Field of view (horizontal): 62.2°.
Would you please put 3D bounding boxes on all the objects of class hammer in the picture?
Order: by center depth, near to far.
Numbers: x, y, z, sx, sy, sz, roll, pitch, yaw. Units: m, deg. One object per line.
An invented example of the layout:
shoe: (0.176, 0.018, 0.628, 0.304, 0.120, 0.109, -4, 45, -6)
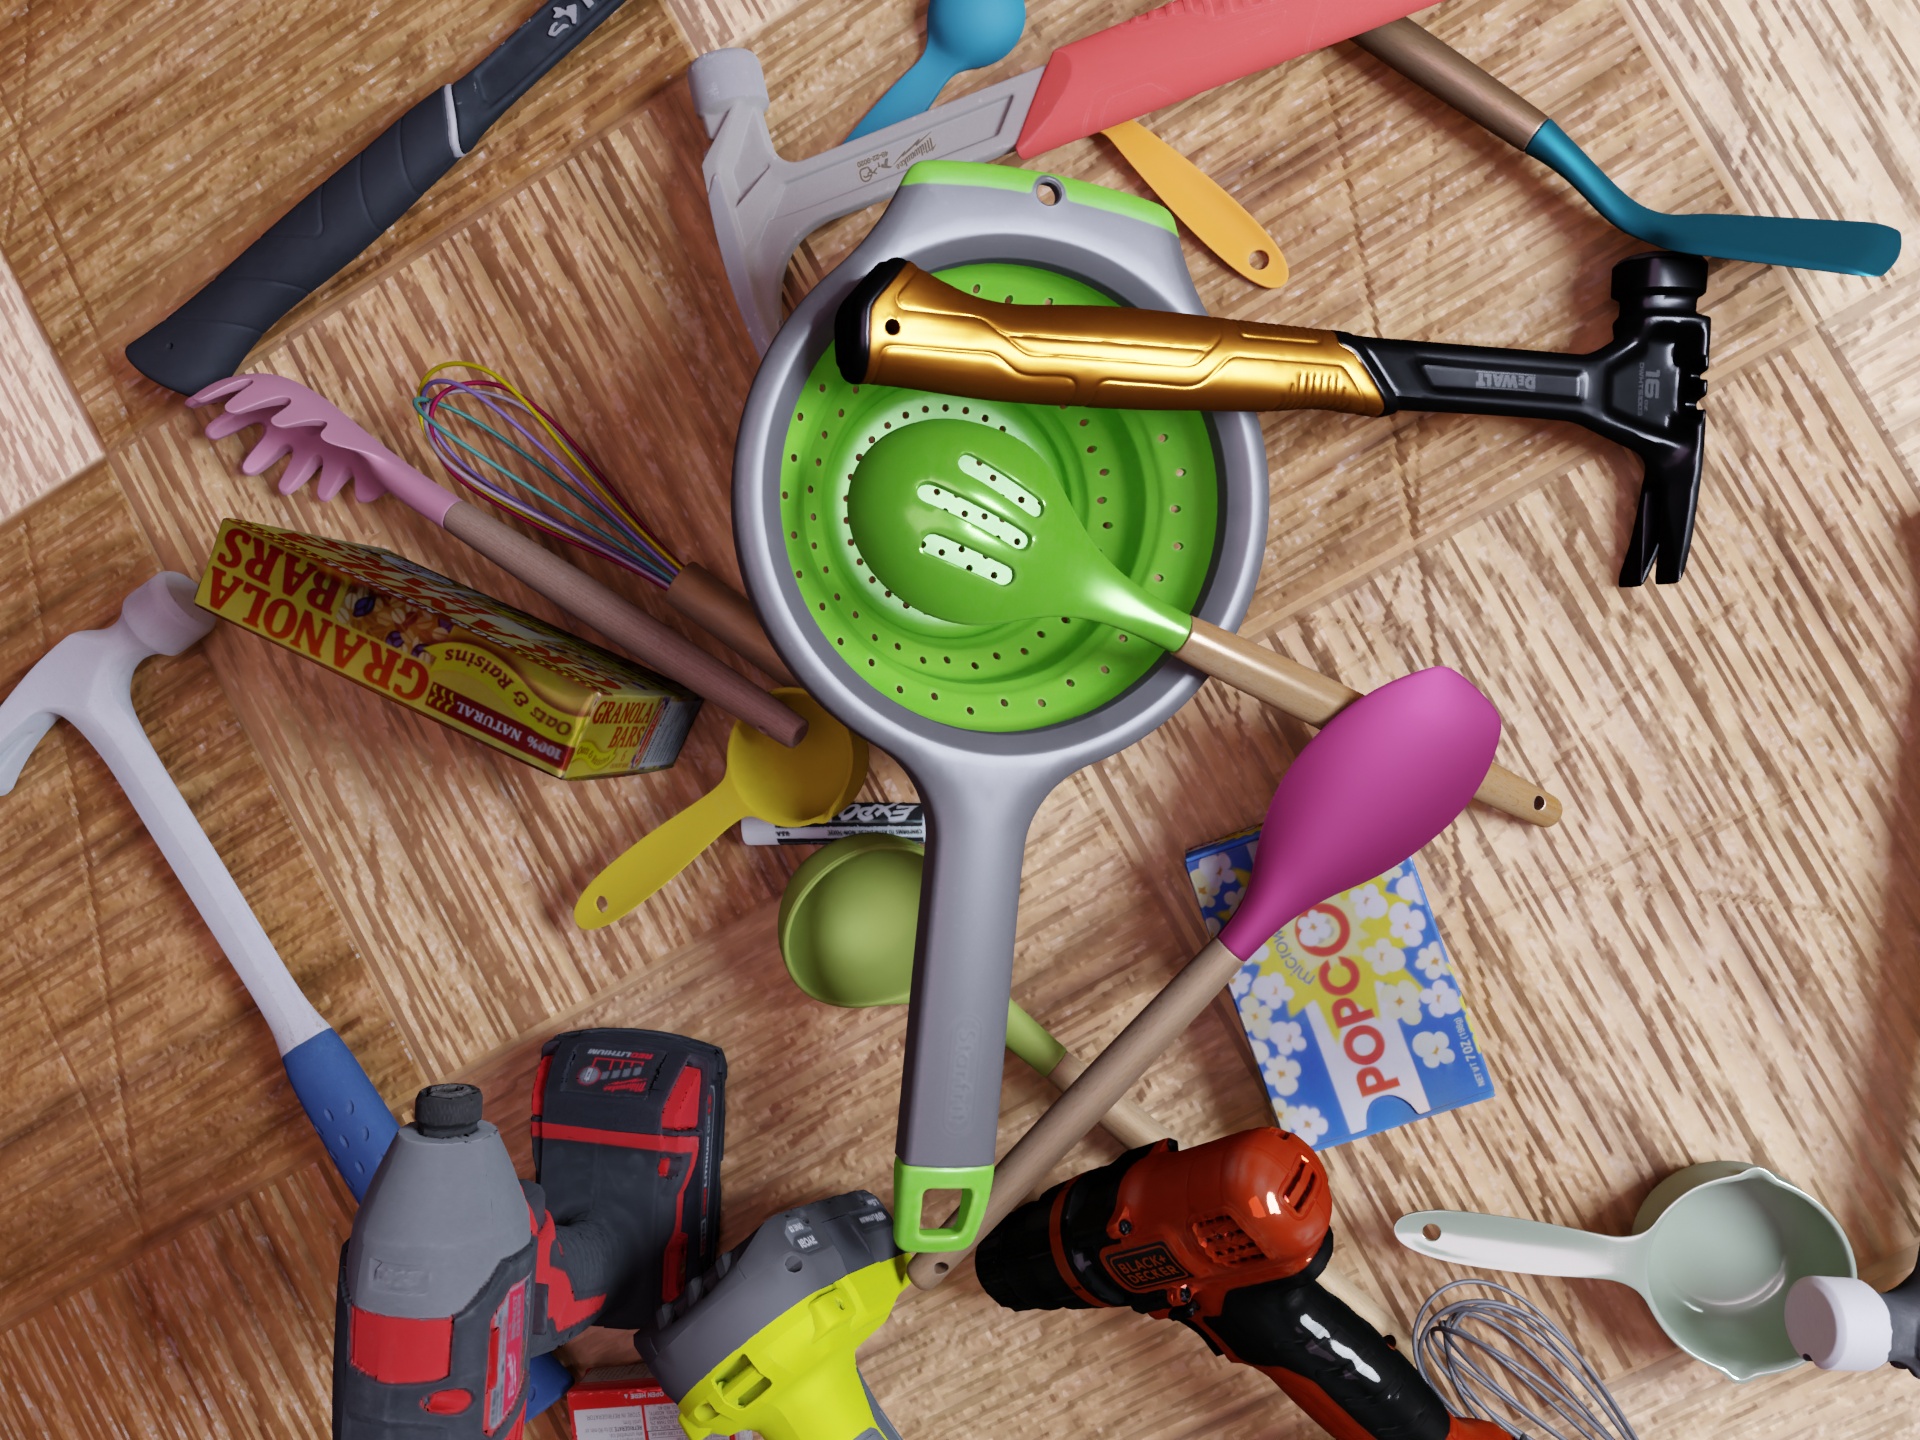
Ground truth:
hammer: (0.121, -0.118, 0.574, 0.336, 0.034, 0.127, 1, 93, -16)
hammer: (0.388, 0.073, 0.589, 0.146, 0.035, 0.335, 6, 87, -10)
hammer: (0.068, -0.244, 0.620, 0.359, 0.036, 0.149, -15, 92, 17)
hammer: (-0.209, -0.279, 0.692, 0.409, 0.036, 0.149, -37, 84, 8)
hammer: (-0.304, 0.139, 0.715, 0.144, 0.035, 0.405, -34, 86, 8)

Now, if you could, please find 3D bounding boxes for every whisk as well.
whisk: (0.277, 0.305, 0.621, 0.239, 0.055, 0.055, 39, 97, 2)
whisk: (-0.137, -0.075, 0.681, 0.245, 0.051, 0.047, 36, 91, 4)

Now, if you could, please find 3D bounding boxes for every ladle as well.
ladle: (0.059, 0.160, 0.647, 0.320, 0.062, 0.078, 39, 97, 4)

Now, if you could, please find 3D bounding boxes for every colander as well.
colander: (-0.001, -0.002, 0.617, 0.204, 0.094, 0.397, 5, 92, -18)

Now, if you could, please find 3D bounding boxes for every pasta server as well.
pasta server: (-0.198, -0.068, 0.670, 0.316, 0.060, 0.040, 31, 67, 15)

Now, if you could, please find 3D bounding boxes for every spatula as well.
spatula: (0.210, -0.252, 0.618, 0.317, 0.082, 0.044, 39, 132, 11)

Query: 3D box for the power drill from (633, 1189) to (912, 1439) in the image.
power drill: (-0.009, 0.300, 0.611, 0.080, 0.190, 0.229, -42, 70, 8)

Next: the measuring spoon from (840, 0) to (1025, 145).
measuring spoon: (-0.023, -0.264, 0.667, 0.042, 0.021, 0.128, 42, 96, 6)

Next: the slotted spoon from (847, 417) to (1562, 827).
slotted spoon: (0.103, -0.024, 0.585, 0.313, 0.031, 0.070, 24, 84, -19)

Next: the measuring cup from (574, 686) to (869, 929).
measuring cup: (-0.102, 0.043, 0.671, 0.156, 0.029, 0.062, -37, 78, 19)

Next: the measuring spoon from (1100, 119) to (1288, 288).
measuring spoon: (0.092, -0.220, 0.658, 0.117, 0.011, 0.021, 44, 97, 2)

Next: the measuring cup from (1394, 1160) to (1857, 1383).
measuring cup: (0.256, 0.205, 0.625, 0.167, 0.038, 0.083, 4, 92, 11)

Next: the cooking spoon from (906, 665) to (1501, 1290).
cooking spoon: (0.087, 0.106, 0.611, 0.068, 0.017, 0.319, 38, 100, -20)

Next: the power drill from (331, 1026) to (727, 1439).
power drill: (-0.158, 0.189, 0.598, 0.078, 0.219, 0.143, 3, 92, 9)
